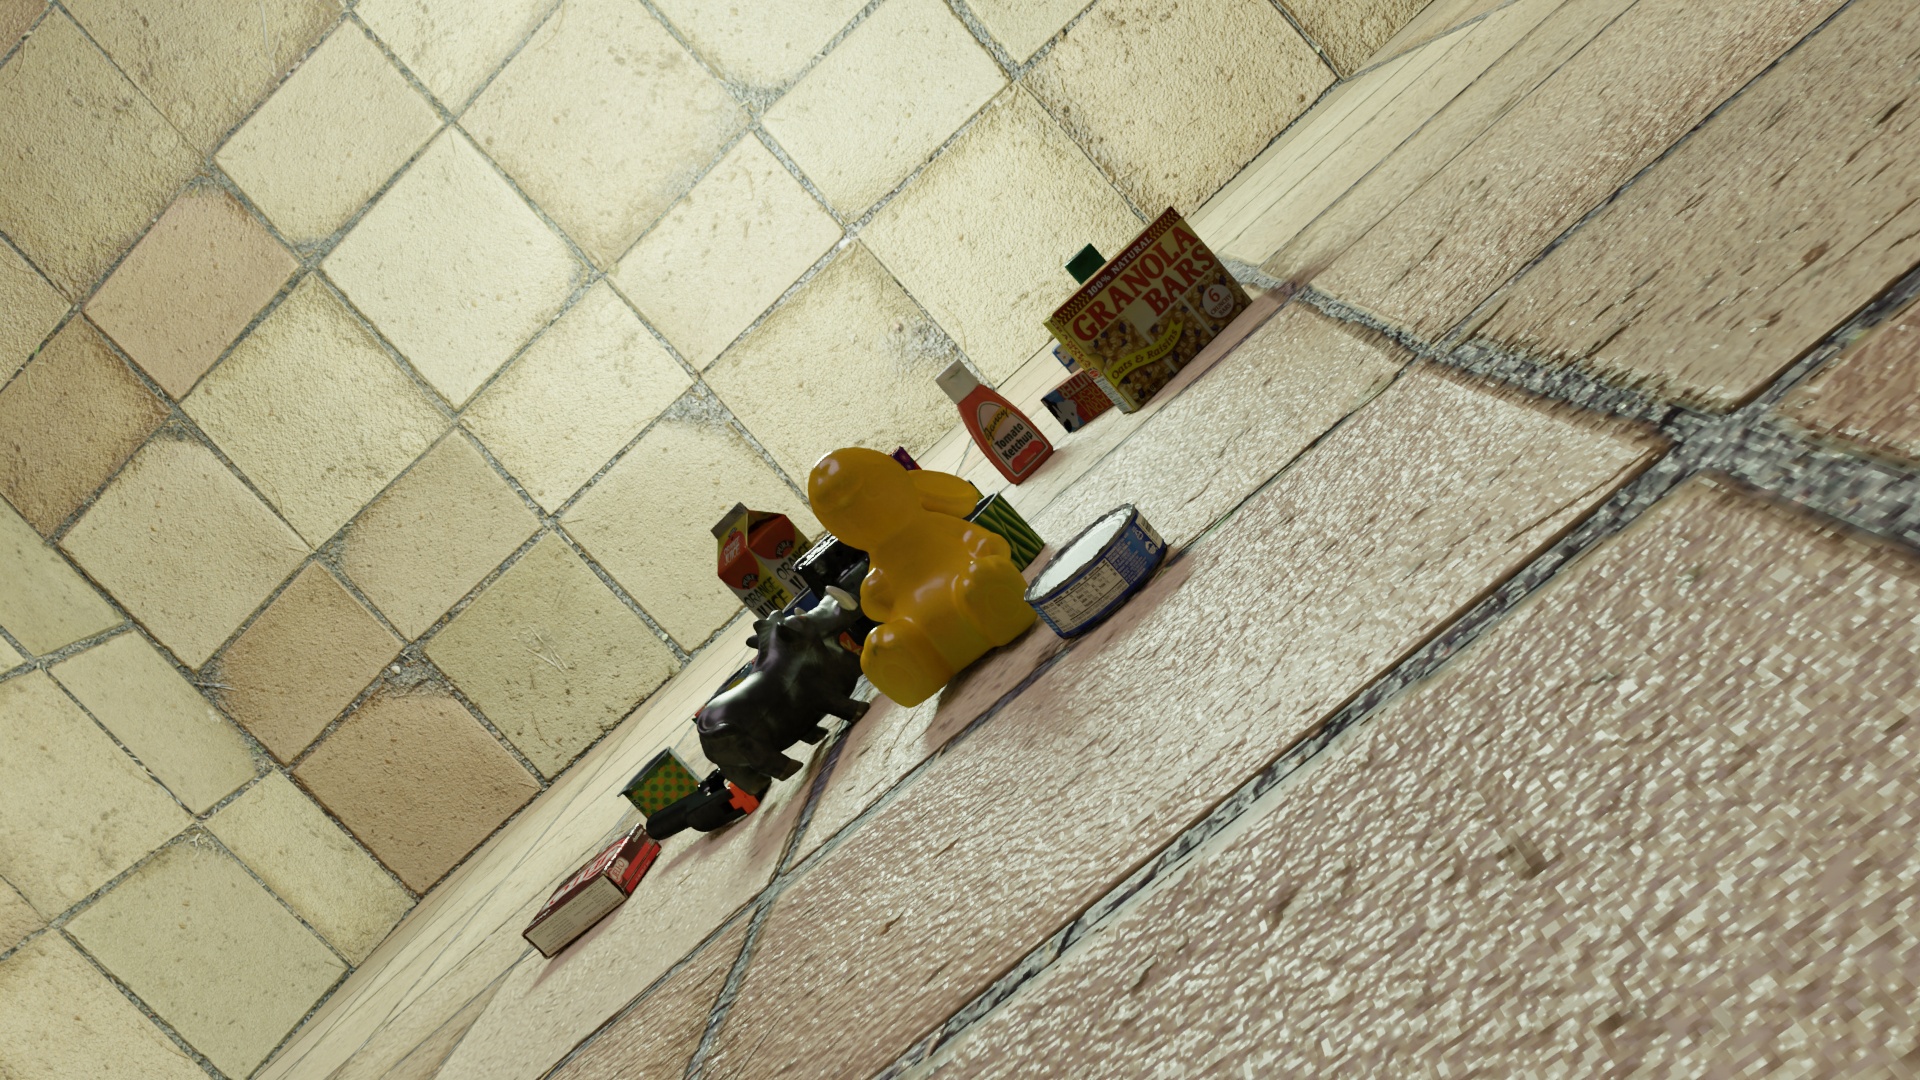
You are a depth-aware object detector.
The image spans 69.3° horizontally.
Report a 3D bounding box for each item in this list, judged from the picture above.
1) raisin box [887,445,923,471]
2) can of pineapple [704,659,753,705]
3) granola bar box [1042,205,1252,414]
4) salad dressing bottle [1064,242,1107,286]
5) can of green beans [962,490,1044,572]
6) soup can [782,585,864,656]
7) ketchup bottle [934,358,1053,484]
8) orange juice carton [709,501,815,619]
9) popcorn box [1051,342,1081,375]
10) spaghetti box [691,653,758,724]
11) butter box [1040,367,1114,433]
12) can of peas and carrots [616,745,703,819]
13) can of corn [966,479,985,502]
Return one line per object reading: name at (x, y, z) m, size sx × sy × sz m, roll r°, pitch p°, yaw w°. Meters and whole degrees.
raisin box at (-0.056, -0.027, 1.483) m, size 0.086 × 0.123 × 0.040 m, roll -46°, pitch 7°, yaw -27°
can of pineapple at (-0.233, 0.173, 1.509) m, size 0.071 × 0.058 × 0.071 m, roll -42°, pitch 7°, yaw 6°
granola bar box at (0.182, -0.222, 1.345) m, size 0.166 × 0.124 × 0.039 m, roll -43°, pitch 7°, yaw -9°
salad dressing bottle at (0.167, -0.238, 1.425) m, size 0.064 × 0.147 × 0.044 m, roll -40°, pitch 7°, yaw 20°
can of green beans at (0.025, 0.003, 1.117) m, size 0.071 × 0.058 × 0.071 m, roll -42°, pitch 7°, yaw 6°
soup can at (-0.128, 0.082, 1.381) m, size 0.071 × 0.083 × 0.071 m, roll -42°, pitch 7°, yaw 6°
ketchup bottle at (0.033, -0.134, 1.534) m, size 0.065 × 0.148 × 0.043 m, roll -43°, pitch 7°, yaw -6°
orange juice carton at (-0.191, 0.044, 1.510) m, size 0.071 × 0.192 × 0.073 m, roll -36°, pitch 9°, yaw 44°
popcorn box at (0.175, -0.220, 1.535) m, size 0.126 × 0.085 × 0.038 m, roll -42°, pitch 7°, yaw 6°
spaghetti box at (-0.202, 0.135, 1.605) m, size 0.251 × 0.050 × 0.028 m, roll -44°, pitch 7°, yaw -16°
butter box at (0.135, -0.159, 1.513) m, size 0.024 × 0.053 × 0.103 m, roll -47°, pitch 8°, yaw -33°
can of peas and carrots at (-0.298, 0.251, 1.394) m, size 0.071 × 0.058 × 0.071 m, roll -42°, pitch 7°, yaw 6°
can of corn at (0.005, -0.017, 1.348) m, size 0.071 × 0.058 × 0.071 m, roll -42°, pitch 7°, yaw 6°
